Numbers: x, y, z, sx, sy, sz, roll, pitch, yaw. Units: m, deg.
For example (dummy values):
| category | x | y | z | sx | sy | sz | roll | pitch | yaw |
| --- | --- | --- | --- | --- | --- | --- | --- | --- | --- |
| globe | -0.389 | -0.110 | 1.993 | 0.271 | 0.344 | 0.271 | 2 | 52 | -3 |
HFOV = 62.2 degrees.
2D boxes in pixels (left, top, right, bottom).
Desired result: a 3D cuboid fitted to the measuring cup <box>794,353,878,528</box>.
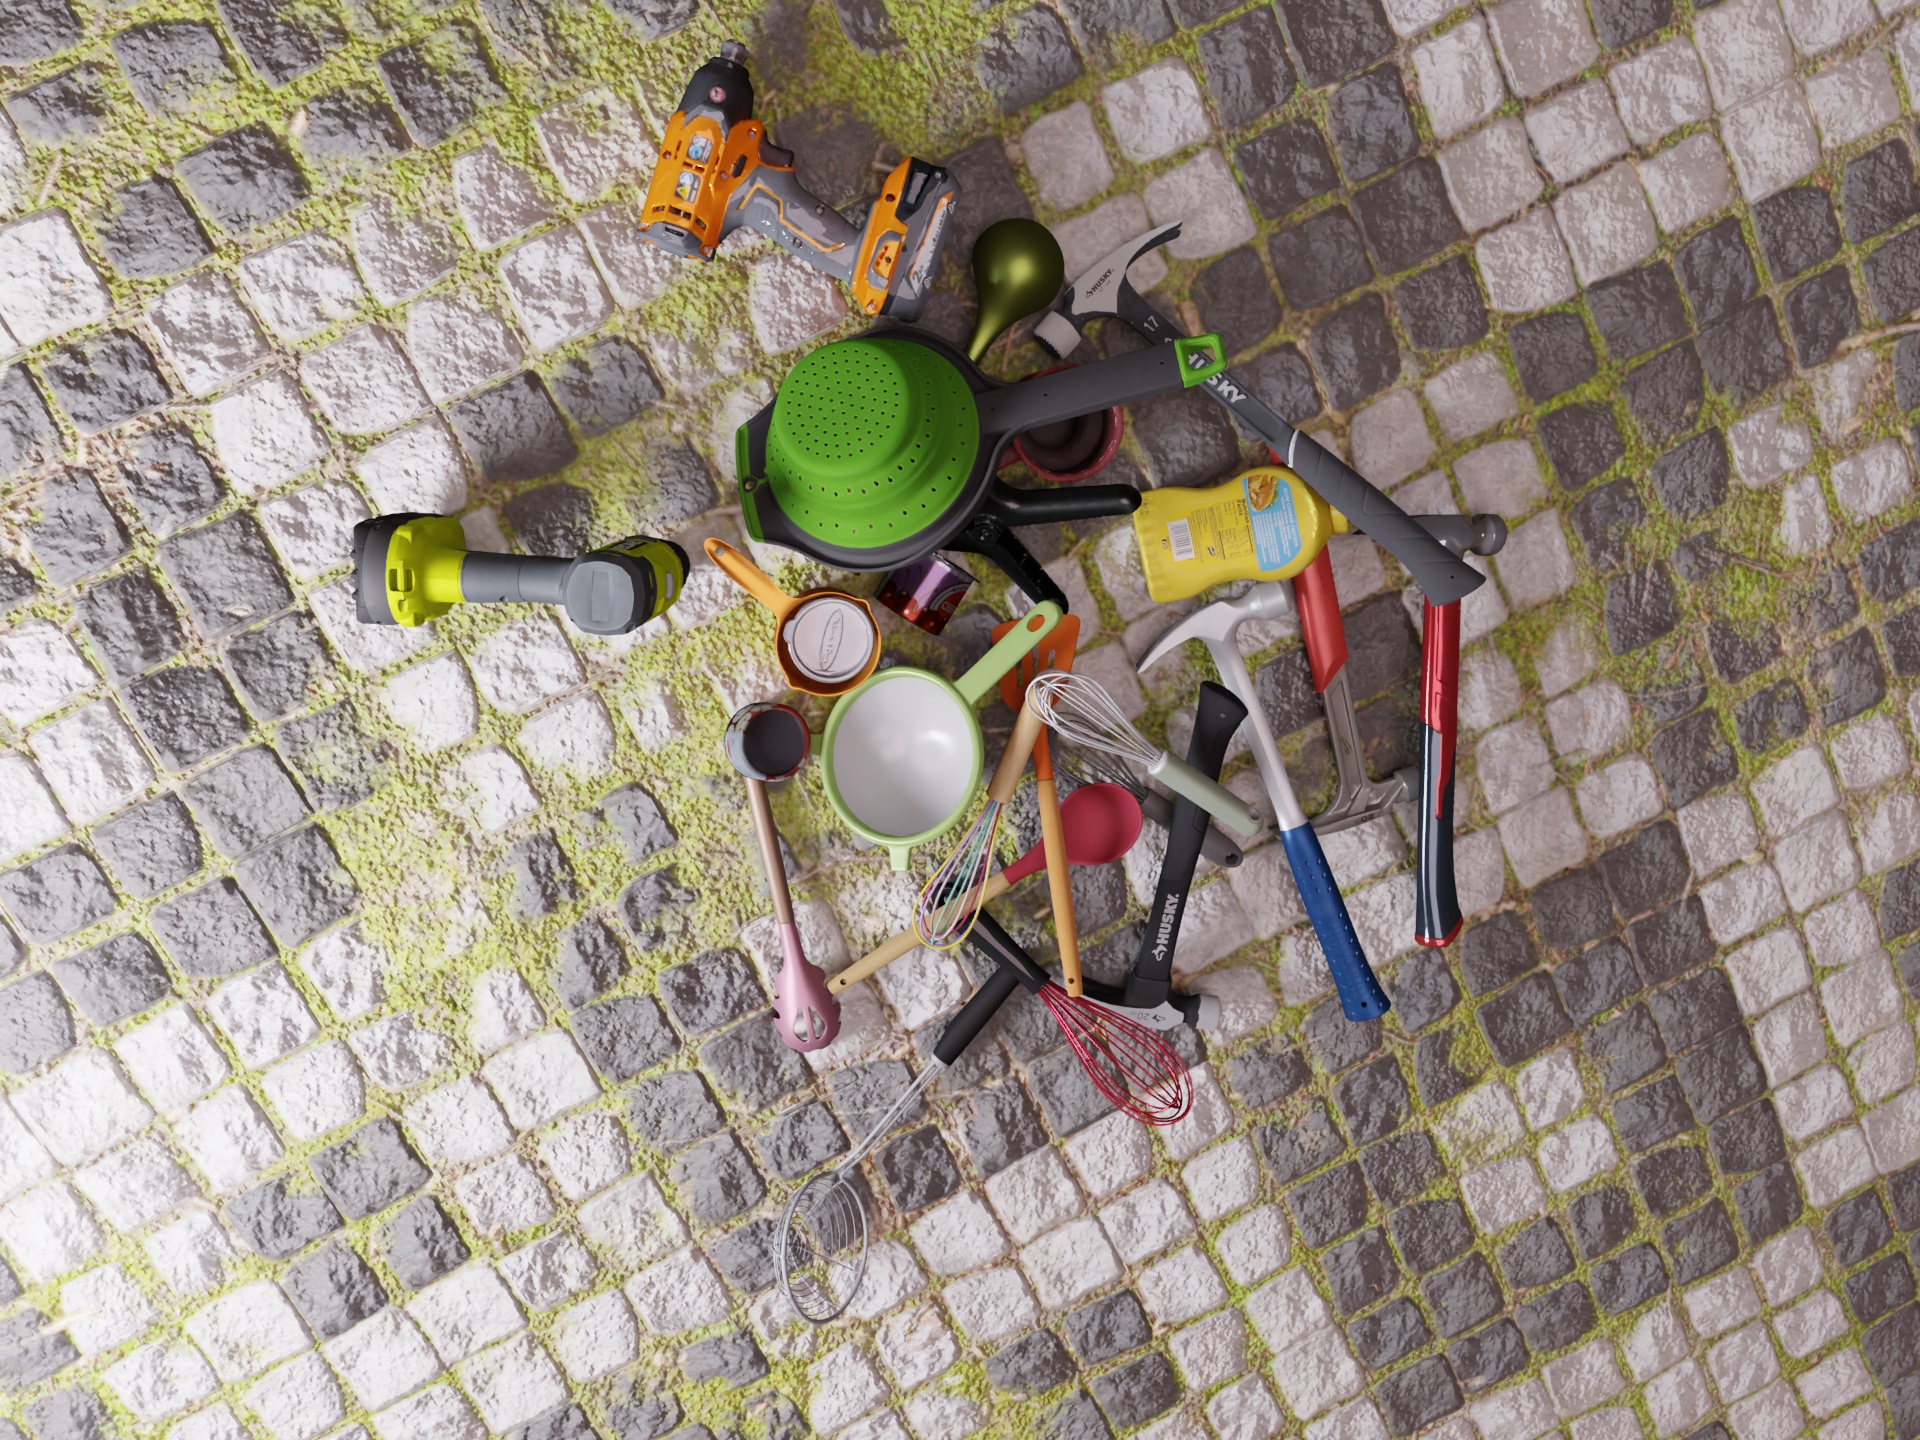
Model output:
| category | x | y | z | sx | sy | sz | roll | pitch | yaw |
| --- | --- | --- | --- | --- | --- | --- | --- | --- | --- |
| measuring cup | -0.095 | -0.231 | 1.307 | 0.062 | 0.029 | 0.156 | 18 | 88 | -14 |

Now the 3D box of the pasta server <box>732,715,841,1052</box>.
| category | x | y | z | sx | sy | sz | roll | pitch | yaw |
| --- | --- | --- | --- | --- | --- | --- | --- | --- | --- |
| pasta server | -0.158 | 0.147 | 1.381 | 0.060 | 0.040 | 0.316 | -13 | 101 | -7 |

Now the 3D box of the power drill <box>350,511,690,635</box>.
| category | x | y | z | sx | sy | sz | roll | pitch | yaw |
| --- | --- | --- | --- | --- | --- | --- | --- | --- | --- |
| power drill | -0.326 | -0.114 | 1.222 | 0.228 | 0.190 | 0.080 | 4 | 103 | 4 |

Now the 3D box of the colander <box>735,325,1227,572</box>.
| category | x | y | z | sx | sy | sz | roll | pitch | yaw |
| --- | --- | --- | --- | --- | --- | --- | --- | --- | --- |
| colander | 0.002 | -0.242 | 1.204 | 0.397 | 0.094 | 0.205 | -13 | 73 | 11 |

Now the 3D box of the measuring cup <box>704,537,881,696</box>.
| category | x | y | z | sx | sy | sz | roll | pitch | yaw |
| --- | --- | --- | --- | --- | --- | --- | --- | --- | --- |
| measuring cup | -0.143 | -0.094 | 1.312 | 0.173 | 0.052 | 0.095 | 41 | 93 | -14 |

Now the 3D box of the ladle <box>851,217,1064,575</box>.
| category | x | y | z | sx | sy | sz | roll | pitch | yaw |
| --- | --- | --- | --- | --- | --- | --- | --- | --- | --- |
| ladle | -0.013 | -0.262 | 1.307 | 0.078 | 0.062 | 0.320 | 27 | 104 | -13 |

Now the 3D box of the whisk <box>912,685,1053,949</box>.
| category | x | y | z | sx | sy | sz | roll | pitch | yaw |
| --- | --- | --- | --- | --- | --- | --- | --- | --- | --- |
| whisk | 0.019 | 0.083 | 1.330 | 0.047 | 0.051 | 0.245 | 28 | 103 | 23 |

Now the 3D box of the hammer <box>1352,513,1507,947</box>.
| category | x | y | z | sx | sy | sz | roll | pitch | yaw |
| --- | --- | --- | --- | --- | --- | --- | --- | --- | --- |
| hammer | 0.411 | 0.012 | 1.409 | 0.143 | 0.038 | 0.386 | -4 | 98 | -23 |

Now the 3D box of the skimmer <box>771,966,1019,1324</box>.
| category | x | y | z | sx | sy | sz | roll | pitch | yaw |
| --- | --- | --- | --- | --- | --- | --- | --- | --- | --- |
| skimmer | -0.040 | 0.369 | 1.419 | 0.363 | 0.090 | 0.127 | -51 | 139 | 1 |

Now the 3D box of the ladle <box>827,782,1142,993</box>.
| category | x | y | z | sx | sy | sz | roll | pitch | yaw |
| --- | --- | --- | --- | --- | --- | --- | --- | --- | --- |
| ladle | 0.019 | 0.152 | 1.380 | 0.315 | 0.031 | 0.069 | -32 | 86 | 4 |

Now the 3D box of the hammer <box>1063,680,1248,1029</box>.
| category | x | y | z | sx | sy | sz | roll | pitch | yaw |
| --- | --- | --- | --- | --- | --- | --- | --- | --- | --- |
| hammer | 0.187 | 0.122 | 1.391 | 0.146 | 0.035 | 0.334 | 8 | 113 | -4 |

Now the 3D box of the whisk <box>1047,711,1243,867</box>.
| category | x | y | z | sx | sy | sz | roll | pitch | yaw |
| --- | --- | --- | --- | --- | --- | --- | --- | --- | --- |
| whisk | 0.163 | 0.066 | 1.410 | 0.238 | 0.055 | 0.055 | 33 | 95 | -20 |

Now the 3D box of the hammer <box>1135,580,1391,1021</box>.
| category | x | y | z | sx | sy | sz | roll | pitch | yaw |
| --- | --- | --- | --- | --- | --- | --- | --- | --- | --- |
| hammer | 0.285 | 0.084 | 1.405 | 0.144 | 0.035 | 0.405 | -21 | 101 | 11 |

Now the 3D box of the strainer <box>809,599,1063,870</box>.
| category | x | y | z | sx | sy | sz | roll | pitch | yaw |
| --- | --- | --- | --- | --- | --- | --- | --- | --- | --- |
| strainer | -0.002 | -0.004 | 1.330 | 0.256 | 0.069 | 0.152 | -44 | 70 | 14 |

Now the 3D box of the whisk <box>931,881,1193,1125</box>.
| category | x | y | z | sx | sy | sz | roll | pitch | yaw |
| --- | --- | --- | --- | --- | --- | --- | --- | --- | --- |
| whisk | 0.087 | 0.245 | 1.397 | 0.296 | 0.073 | 0.073 | 42 | 93 | 5 |

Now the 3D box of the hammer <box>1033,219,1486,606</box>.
| category | x | y | z | sx | sy | sz | roll | pitch | yaw |
| --- | --- | --- | --- | --- | --- | --- | --- | --- | --- |
| hammer | 0.258 | -0.237 | 1.286 | 0.409 | 0.036 | 0.149 | 42 | 89 | 6 |

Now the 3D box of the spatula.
| category | x | y | z | sx | sy | sz | roll | pitch | yaw |
| --- | --- | --- | --- | --- | --- | --- | --- | --- | --- |
| spatula | 0.079 | 0.073 | 1.348 | 0.081 | 0.041 | 0.322 | -7 | 93 | 22 |

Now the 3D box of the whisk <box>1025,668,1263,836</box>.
| category | x | y | z | sx | sy | sz | roll | pitch | yaw |
| --- | --- | --- | --- | --- | --- | --- | --- | --- | --- |
| whisk | 0.156 | 0.030 | 1.308 | 0.246 | 0.058 | 0.059 | 33 | 131 | -19 |

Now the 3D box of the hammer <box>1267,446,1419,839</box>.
| category | x | y | z | sx | sy | sz | roll | pitch | yaw |
| --- | --- | --- | --- | --- | --- | --- | --- | --- | --- |
| hammer | 0.313 | -0.074 | 1.406 | 0.149 | 0.037 | 0.359 | -17 | 106 | -6 |

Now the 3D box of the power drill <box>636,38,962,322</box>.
| category | x | y | z | sx | sy | sz | roll | pitch | yaw |
| --- | --- | --- | --- | --- | --- | --- | --- | --- | --- |
| power drill | -0.119 | -0.413 | 1.228 | 0.226 | 0.084 | 0.164 | 17 | 99 | -10 |
